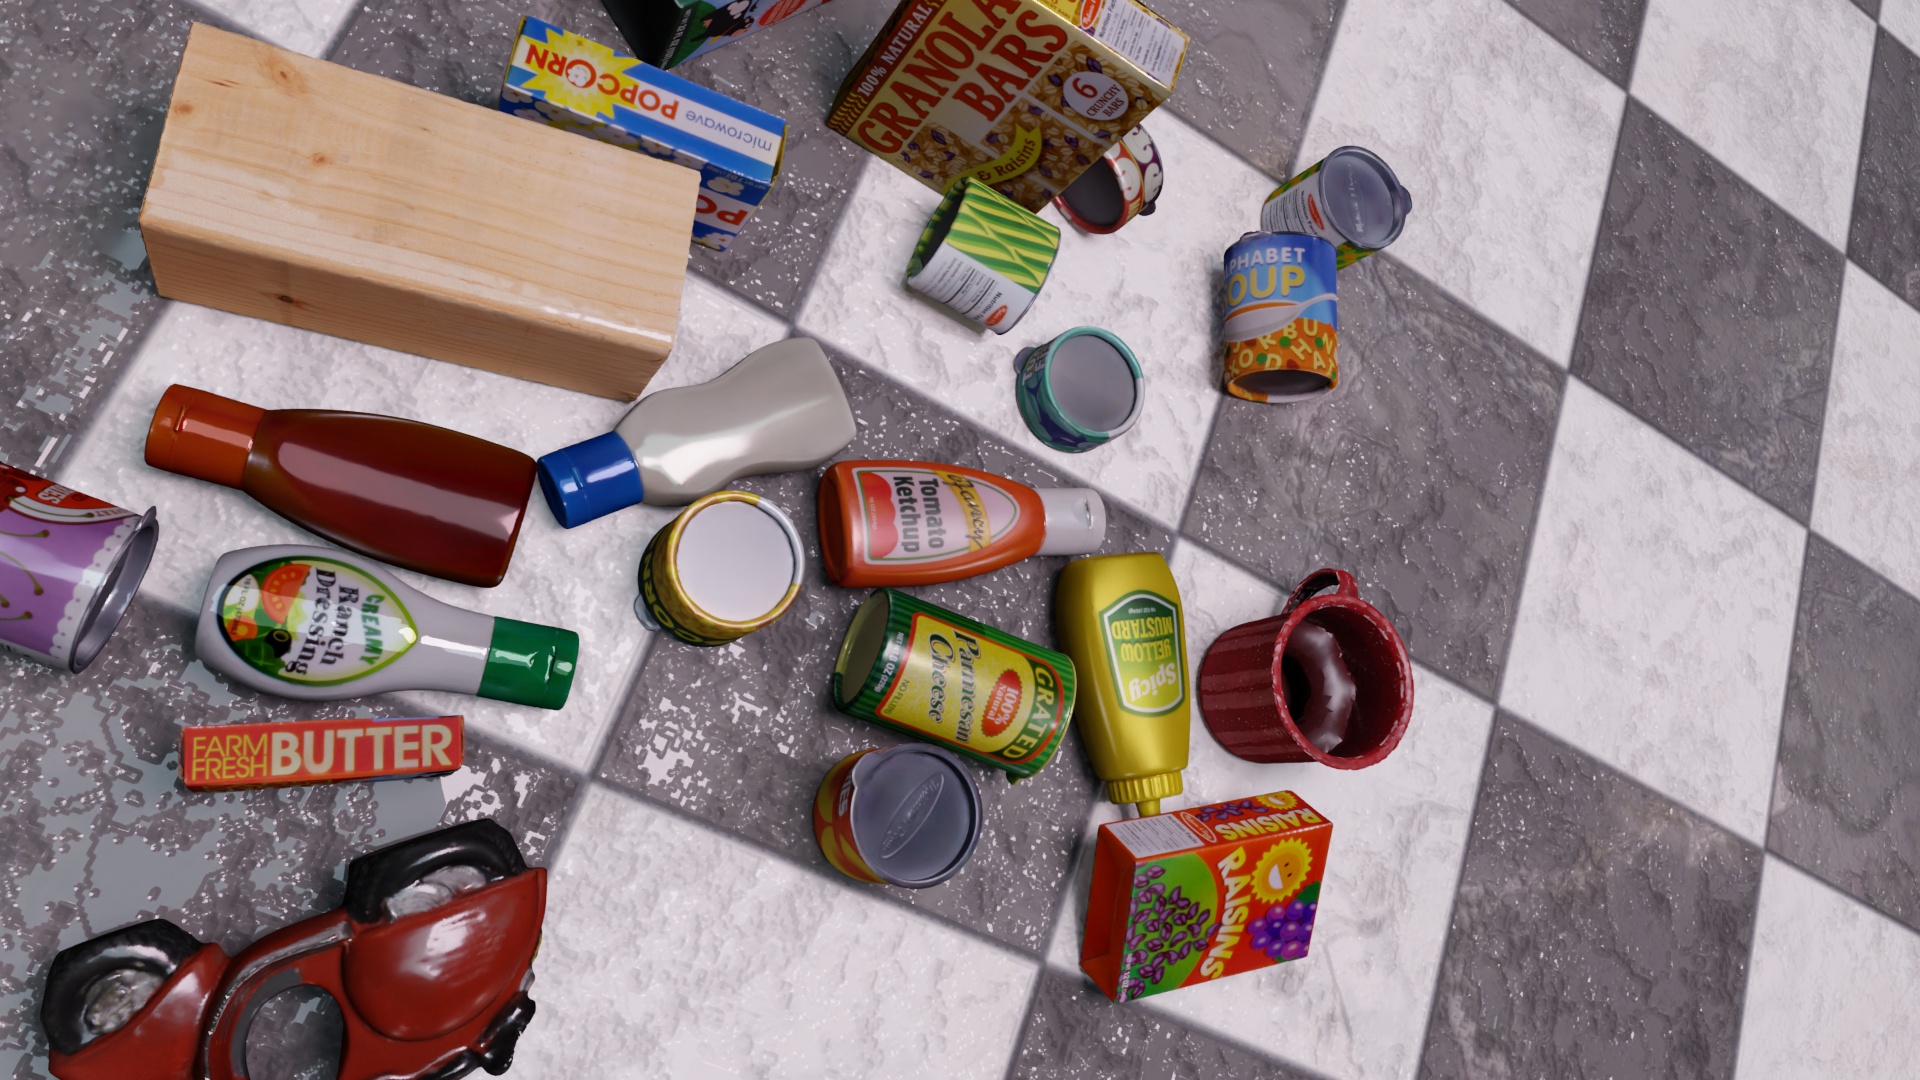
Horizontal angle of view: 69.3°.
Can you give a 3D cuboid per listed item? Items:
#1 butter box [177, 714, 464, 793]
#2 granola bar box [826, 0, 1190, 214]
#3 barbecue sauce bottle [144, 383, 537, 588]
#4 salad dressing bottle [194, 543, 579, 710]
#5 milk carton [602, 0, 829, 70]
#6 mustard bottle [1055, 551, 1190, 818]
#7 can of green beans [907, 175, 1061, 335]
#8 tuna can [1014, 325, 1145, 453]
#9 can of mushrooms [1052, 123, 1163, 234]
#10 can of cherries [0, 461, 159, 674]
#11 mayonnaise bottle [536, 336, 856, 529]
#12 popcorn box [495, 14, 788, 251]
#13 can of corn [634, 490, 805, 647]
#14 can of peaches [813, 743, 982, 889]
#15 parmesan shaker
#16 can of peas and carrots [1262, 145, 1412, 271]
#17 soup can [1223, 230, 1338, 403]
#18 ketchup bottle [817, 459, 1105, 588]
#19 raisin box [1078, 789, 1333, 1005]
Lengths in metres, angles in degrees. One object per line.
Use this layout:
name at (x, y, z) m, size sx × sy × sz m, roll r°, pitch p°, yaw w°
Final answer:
butter box at (-0.260, 0.087, 0.570) m, size 0.104 × 0.053 × 0.024 m, roll 0°, pitch 77°, yaw -25°
granola bar box at (0.019, -0.233, 0.706) m, size 0.124 × 0.165 × 0.039 m, roll 27°, pitch 67°, yaw -18°
barbecue sauce bottle at (-0.264, -0.028, 0.598) m, size 0.148 × 0.043 × 0.065 m, roll 17°, pitch 72°, yaw -20°
salad dressing bottle at (-0.241, 0.042, 0.593) m, size 0.148 × 0.044 × 0.064 m, roll 14°, pitch 76°, yaw -22°
milk carton at (-0.095, -0.322, 0.725) m, size 0.191 × 0.072 × 0.073 m, roll -34°, pitch 95°, yaw -26°
mustard bottle at (0.092, 0.087, 0.736) m, size 0.065 × 0.048 × 0.160 m, roll -5°, pitch 81°, yaw -23°
can of green beans at (0.012, -0.152, 0.740) m, size 0.058 × 0.071 × 0.071 m, roll 27°, pitch 69°, yaw -17°
tuna can at (0.065, -0.085, 0.769) m, size 0.071 × 0.032 × 0.071 m, roll 5°, pitch 77°, yaw -24°
can of mushrooms at (0.080, -0.207, 0.784) m, size 0.033 × 0.071 × 0.071 m, roll -42°, pitch 98°, yaw -25°
can of cherries at (-0.354, 0.008, 0.535) m, size 0.058 × 0.071 × 0.072 m, roll 24°, pitch 70°, yaw -17°
mayonnaise bottle at (-0.127, -0.048, 0.669) m, size 0.148 × 0.041 × 0.065 m, roll -24°, pitch 88°, yaw -26°
popcorn box at (-0.155, -0.189, 0.660) m, size 0.127 × 0.085 × 0.038 m, roll 17°, pitch 73°, yaw -21°
can of corn at (-0.114, 0.015, 0.650) m, size 0.071 × 0.058 × 0.071 m, roll 6°, pitch 77°, yaw -24°
can of peaches at (-0.033, 0.130, 0.664) m, size 0.071 × 0.058 × 0.071 m, roll 5°, pitch 77°, yaw -23°
parmesan shaker at (-0.005, 0.073, 0.685) m, size 0.103 × 0.071 × 0.071 m, roll 22°, pitch 71°, yaw -19°
can of peas and carrots at (0.231, -0.201, 0.857) m, size 0.071 × 0.058 × 0.071 m, roll 5°, pitch 77°, yaw -25°
soup can at (0.186, -0.131, 0.816) m, size 0.071 × 0.071 × 0.084 m, roll 8°, pitch 76°, yaw -23°
ketchup bottle at (0.003, -0.009, 0.718) m, size 0.149 × 0.043 × 0.065 m, roll -1°, pitch 73°, yaw -26°
raisin box at (0.127, 0.183, 0.719) m, size 0.124 × 0.040 × 0.085 m, roll -4°, pitch 110°, yaw -25°
